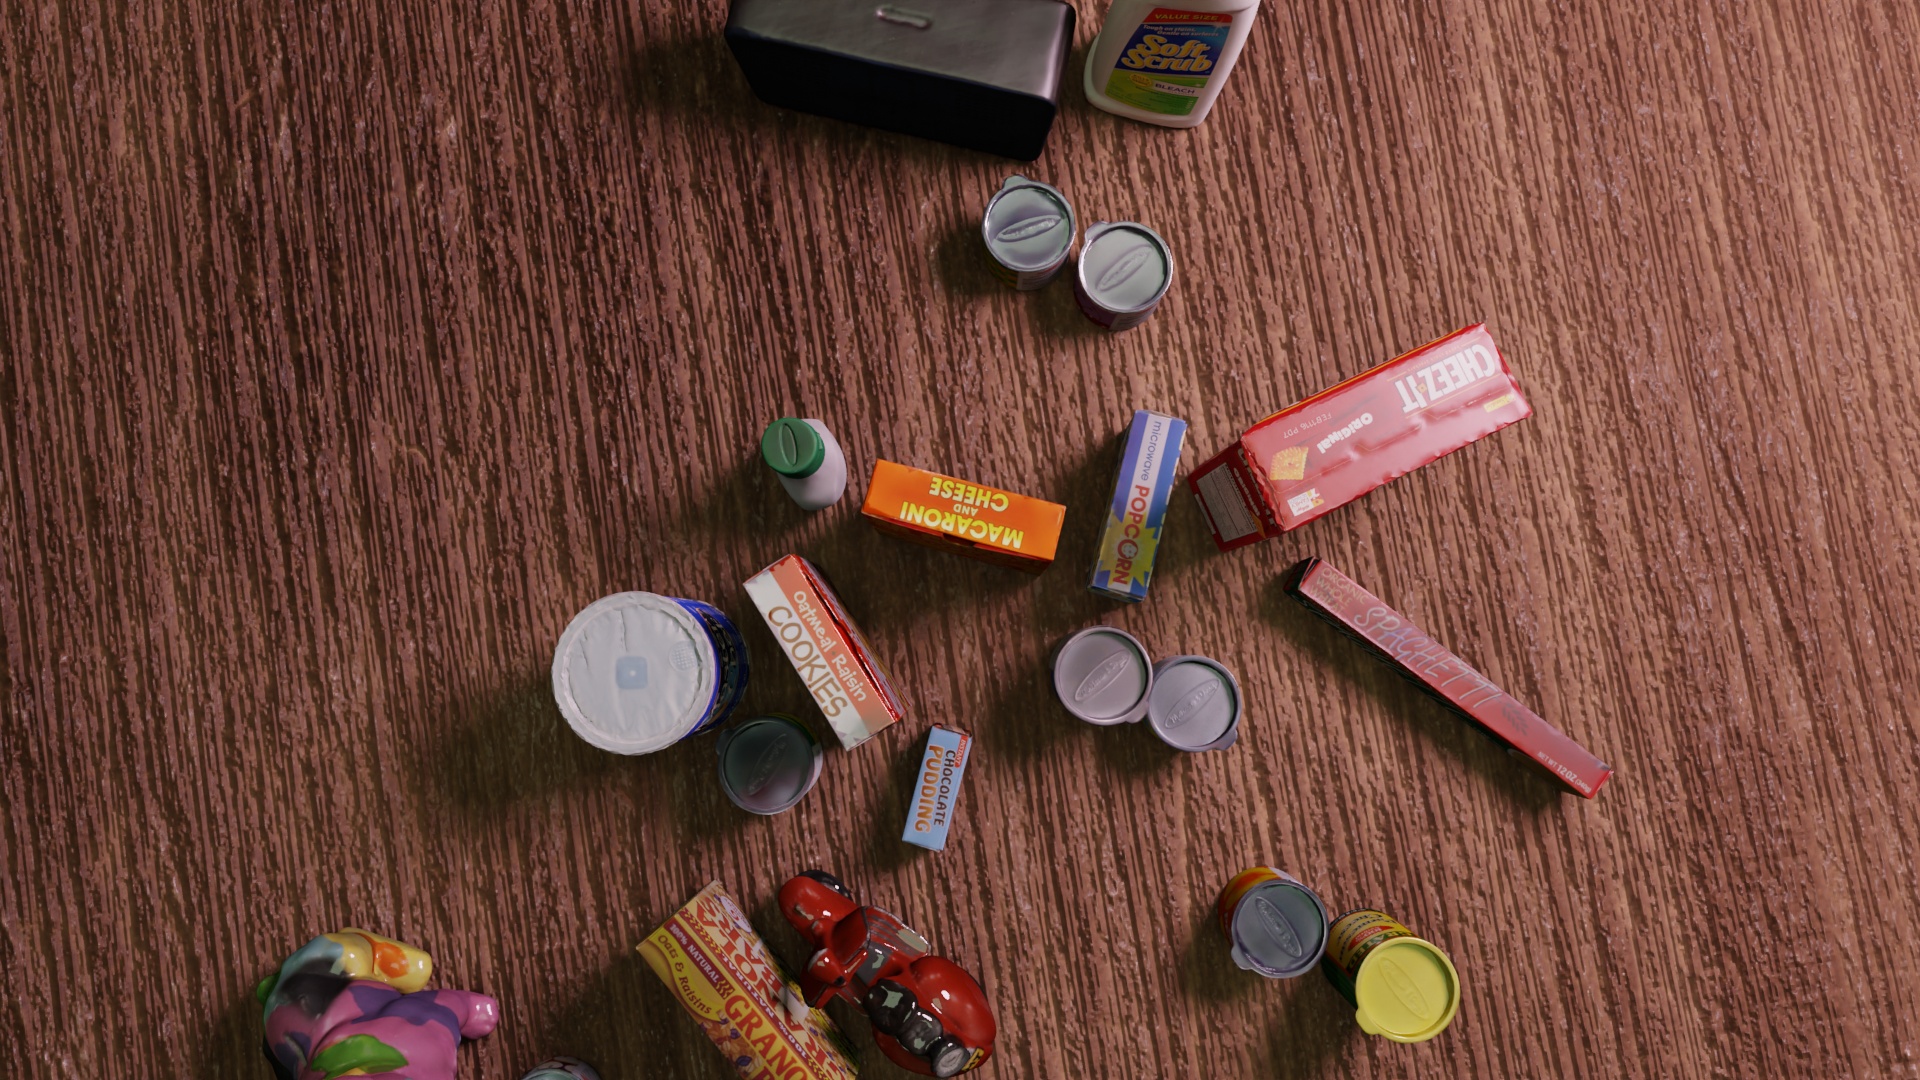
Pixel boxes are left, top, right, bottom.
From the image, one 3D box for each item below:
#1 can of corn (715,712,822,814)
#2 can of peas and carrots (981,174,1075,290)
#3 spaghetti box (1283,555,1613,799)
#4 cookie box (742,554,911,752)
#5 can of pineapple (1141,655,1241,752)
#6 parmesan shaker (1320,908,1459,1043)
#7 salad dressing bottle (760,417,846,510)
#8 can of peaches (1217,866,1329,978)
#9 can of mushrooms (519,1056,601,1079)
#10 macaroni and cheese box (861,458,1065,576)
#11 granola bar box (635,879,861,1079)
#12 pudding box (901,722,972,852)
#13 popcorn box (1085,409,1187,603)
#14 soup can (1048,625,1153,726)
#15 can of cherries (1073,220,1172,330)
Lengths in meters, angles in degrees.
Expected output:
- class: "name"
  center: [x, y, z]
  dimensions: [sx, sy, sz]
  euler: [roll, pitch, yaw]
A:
- class: "can of corn"
  center: [-0.134, 0.153, 0.973]
  dimensions: [0.071, 0.058, 0.071]
  euler: [0, 86, 1]
- class: "can of peas and carrots"
  center: [0.047, -0.221, 1.001]
  dimensions: [0.071, 0.058, 0.071]
  euler: [0, 86, 1]
- class: "spaghetti box"
  center: [0.338, 0.095, 0.976]
  dimensions: [0.250, 0.050, 0.029]
  euler: [36, 87, 3]
- class: "cookie box"
  center: [-0.084, 0.073, 0.924]
  dimensions: [0.040, 0.167, 0.123]
  euler: [-33, 86, -1]
- class: "can of pineapple"
  center: [0.160, 0.115, 0.973]
  dimensions: [0.071, 0.058, 0.071]
  euler: [0, 86, 1]
- class: "parmesan shaker"
  center: [0.283, 0.291, 0.935]
  dimensions: [0.071, 0.103, 0.071]
  euler: [0, 86, 1]
- class: "salad dressing bottle"
  center: [-0.106, -0.056, 0.945]
  dimensions: [0.044, 0.147, 0.064]
  euler: [-11, 86, 0]
- class: "can of peaches"
  center: [0.213, 0.264, 0.960]
  dimensions: [0.071, 0.058, 0.071]
  euler: [0, 86, 1]
- class: "can of mushrooms"
  center: [-0.284, 0.397, 0.967]
  dimensions: [0.071, 0.033, 0.071]
  euler: [0, 86, 1]
- class: "macaroni and cheese box"
  center: [0.003, -0.012, 0.930]
  dimensions: [0.124, 0.166, 0.040]
  euler: [14, 86, 2]
- class: "granola bar box"
  center: [-0.136, 0.310, 0.927]
  dimensions: [0.039, 0.124, 0.165]
  euler: [-41, 86, -2]
- class: "pudding box"
  center: [-0.016, 0.172, 0.974]
  dimensions: [0.030, 0.049, 0.083]
  euler: [15, 86, 2]
- class: "popcorn box"
  center: [0.122, -0.022, 0.971]
  dimensions: [0.038, 0.085, 0.126]
  euler: [14, 86, 2]
- class: "soup can"
  center: [0.097, 0.095, 0.962]
  dimensions: [0.071, 0.083, 0.071]
  euler: [0, 86, 1]
- class: "can of cherries"
  center: [0.114, -0.191, 0.998]
  dimensions: [0.071, 0.058, 0.071]
  euler: [0, 86, 1]
